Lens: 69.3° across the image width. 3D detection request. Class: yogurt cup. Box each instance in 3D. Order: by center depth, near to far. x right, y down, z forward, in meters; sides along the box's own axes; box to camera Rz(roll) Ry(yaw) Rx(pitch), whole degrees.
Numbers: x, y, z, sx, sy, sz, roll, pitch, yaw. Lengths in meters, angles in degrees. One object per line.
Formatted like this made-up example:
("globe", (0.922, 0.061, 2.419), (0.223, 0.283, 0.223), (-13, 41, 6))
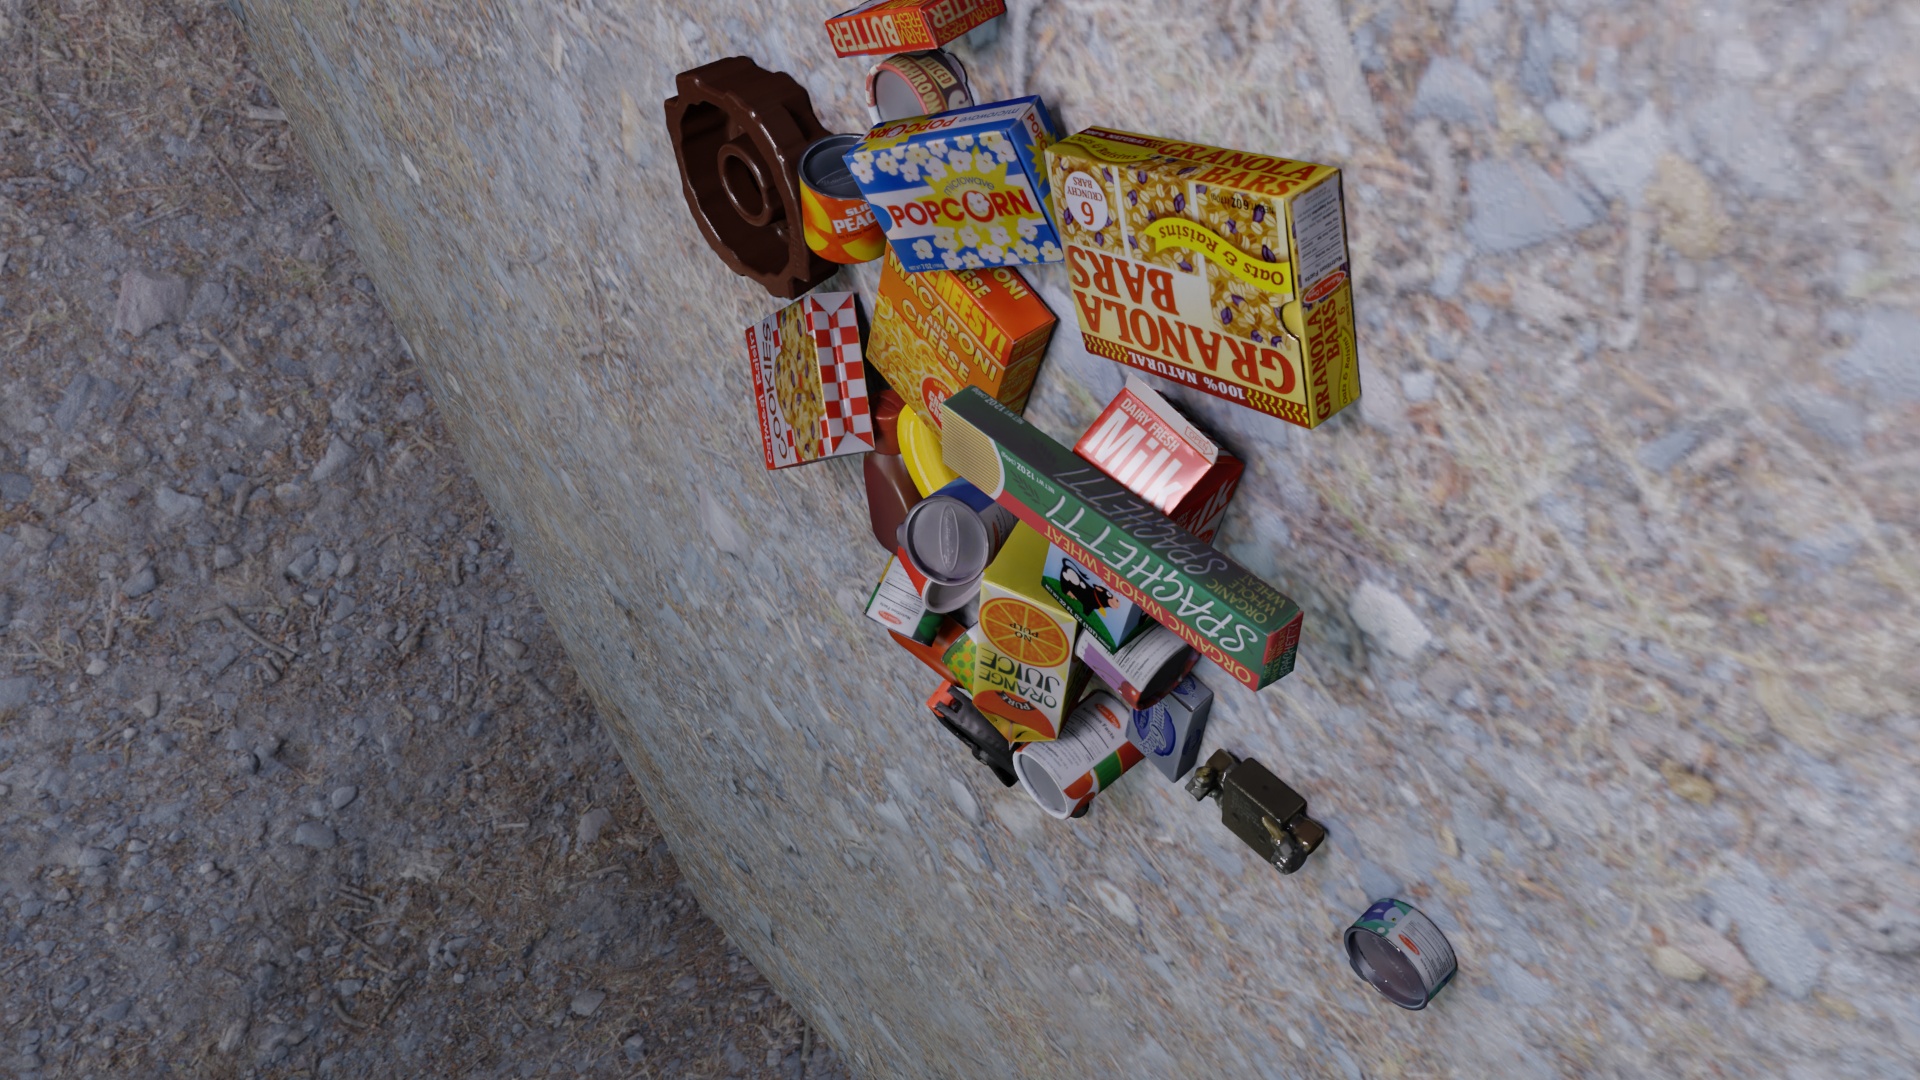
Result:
("yogurt cup", (-0.014, 0.016, 1.117), (0.054, 0.072, 0.072), (50, 156, 32))

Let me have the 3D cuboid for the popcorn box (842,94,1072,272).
("popcorn box", (0.005, -0.199, 0.790), (0.126, 0.038, 0.085), (5, 139, 41))

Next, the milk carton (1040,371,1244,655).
("milk carton", (0.108, -0.019, 0.832), (0.072, 0.074, 0.189), (45, 153, 23))

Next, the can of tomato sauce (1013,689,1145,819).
("can of tomato sauce", (0.092, 0.168, 1.080), (0.071, 0.083, 0.070), (42, 152, 28))

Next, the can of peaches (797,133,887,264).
("can of peaches", (-0.072, -0.224, 0.918), (0.071, 0.071, 0.057), (43, 153, 26))

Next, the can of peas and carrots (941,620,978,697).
("can of peas and carrots", (0.027, 0.100, 1.138), (0.059, 0.071, 0.070), (49, 155, 14))

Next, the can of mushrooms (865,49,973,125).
("can of mushrooms", (-0.024, -0.260, 0.827), (0.071, 0.033, 0.070), (43, 152, 29))

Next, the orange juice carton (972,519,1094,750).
("orange juice carton", (0.057, 0.076, 1.012), (0.073, 0.072, 0.191), (22, 142, 15))

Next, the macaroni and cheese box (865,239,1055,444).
("macaroni and cheese box", (-0.005, -0.137, 0.935), (0.124, 0.040, 0.165), (49, 155, 15))

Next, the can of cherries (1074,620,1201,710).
("can of cherries", (0.121, 0.072, 0.934), (0.058, 0.072, 0.071), (43, 152, 25))

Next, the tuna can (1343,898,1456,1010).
("tuna can", (0.286, 0.271, 0.910), (0.071, 0.033, 0.070), (42, 152, 29))

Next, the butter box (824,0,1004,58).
("butter box", (-0.027, -0.290, 0.770), (0.103, 0.053, 0.024), (21, 140, 52))

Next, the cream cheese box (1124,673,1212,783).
("cream cheese box", (0.148, 0.127, 0.999), (0.053, 0.024, 0.103), (42, 152, 28))

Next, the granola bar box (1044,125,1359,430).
("granola bar box", (0.120, -0.137, 0.706), (0.166, 0.039, 0.123), (29, 144, 46))

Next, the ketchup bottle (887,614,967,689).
("ketchup bottle", (-0.005, 0.099, 1.225), (0.149, 0.044, 0.064), (34, 151, 39))

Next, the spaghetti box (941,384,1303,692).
("spaghetti box", (0.081, -0.007, 0.771), (0.250, 0.029, 0.049), (38, 147, 32))

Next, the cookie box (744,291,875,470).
("cookie box", (-0.123, -0.124, 1.117), (0.167, 0.040, 0.123), (-4, 95, 65))

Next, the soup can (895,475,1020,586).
("soup can", (0.004, -0.012, 0.992), (0.071, 0.084, 0.071), (8, 111, 22))

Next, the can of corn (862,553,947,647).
("can of corn", (-0.041, 0.051, 1.185), (0.071, 0.058, 0.071), (26, 179, 1))

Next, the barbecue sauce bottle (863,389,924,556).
("barbecue sauce bottle", (-0.052, -0.054, 1.123), (0.065, 0.044, 0.147), (37, 149, 34))
